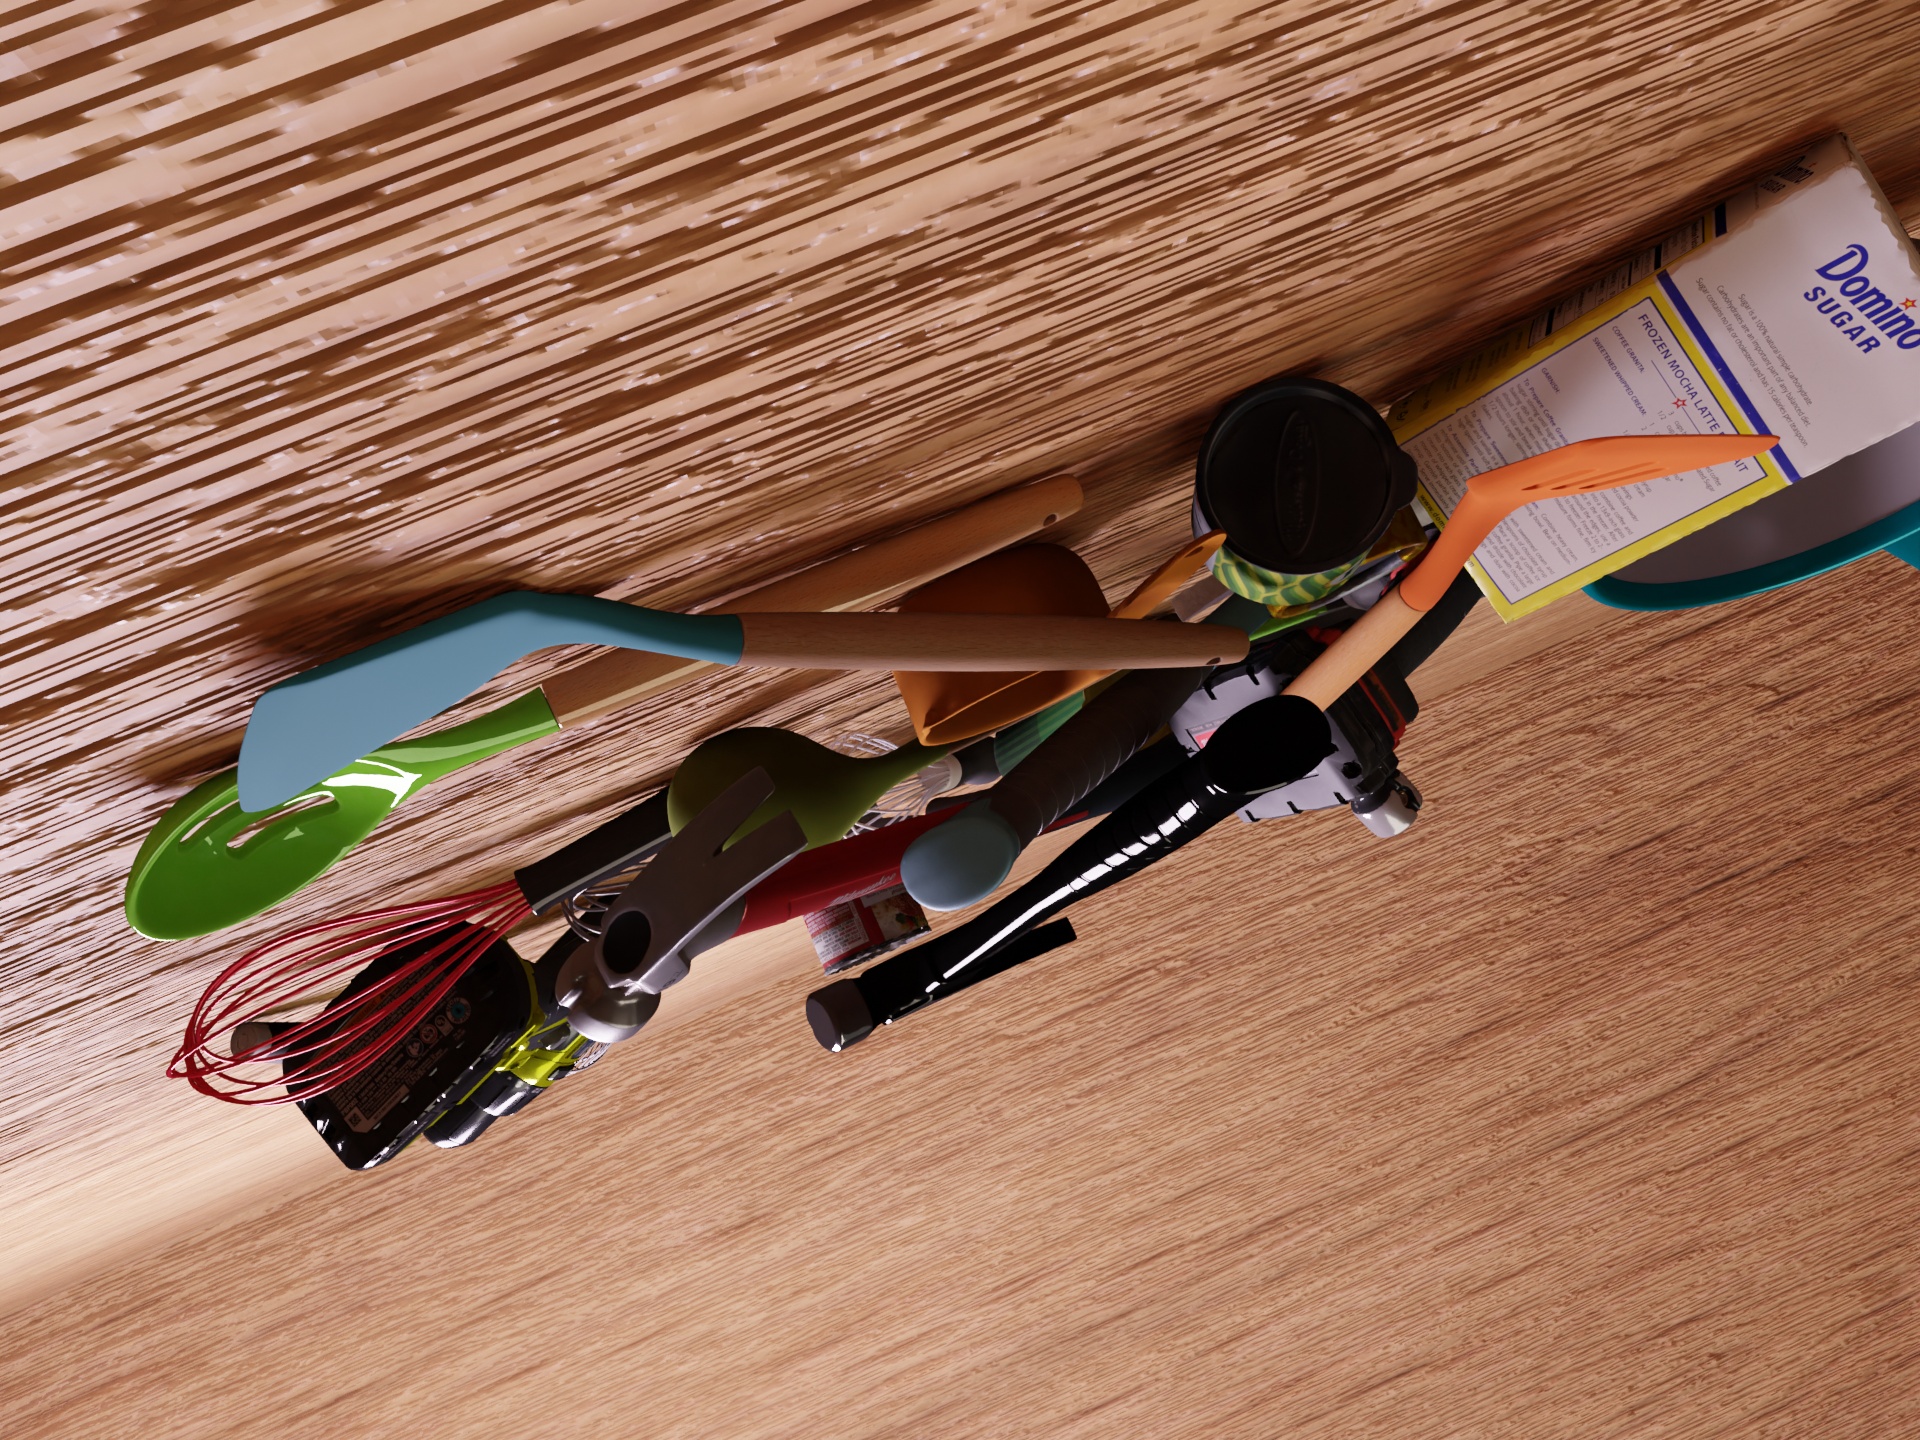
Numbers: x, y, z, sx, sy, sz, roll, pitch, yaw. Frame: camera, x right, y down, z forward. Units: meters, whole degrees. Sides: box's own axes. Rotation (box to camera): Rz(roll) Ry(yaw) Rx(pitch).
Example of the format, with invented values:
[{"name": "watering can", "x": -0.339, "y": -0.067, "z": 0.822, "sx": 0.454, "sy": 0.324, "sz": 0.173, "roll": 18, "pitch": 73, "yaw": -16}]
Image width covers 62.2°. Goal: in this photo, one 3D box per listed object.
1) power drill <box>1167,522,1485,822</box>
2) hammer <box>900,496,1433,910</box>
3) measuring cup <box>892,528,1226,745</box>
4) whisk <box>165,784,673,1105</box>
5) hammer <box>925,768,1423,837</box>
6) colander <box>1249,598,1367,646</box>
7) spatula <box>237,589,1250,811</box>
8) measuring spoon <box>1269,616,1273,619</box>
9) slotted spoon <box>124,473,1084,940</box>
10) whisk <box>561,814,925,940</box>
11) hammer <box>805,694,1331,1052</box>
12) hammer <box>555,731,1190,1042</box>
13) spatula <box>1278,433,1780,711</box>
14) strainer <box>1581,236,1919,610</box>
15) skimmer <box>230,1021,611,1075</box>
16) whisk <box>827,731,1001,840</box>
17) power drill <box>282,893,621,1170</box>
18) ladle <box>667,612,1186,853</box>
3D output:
[{"name": "power drill", "x": 0.206, "y": -0.048, "z": 0.804, "sx": 0.227, "sy": 0.080, "sz": 0.188, "roll": -39, "pitch": -174, "yaw": -23}, {"name": "hammer", "x": 0.088, "y": -0.019, "z": 0.658, "sx": 0.128, "sy": 0.033, "sz": 0.331, "roll": -29, "pitch": -174, "yaw": 46}, {"name": "measuring cup", "x": 0.034, "y": -0.046, "z": 0.573, "sx": 0.095, "sy": 0.052, "sz": 0.173, "roll": -18, "pitch": 167, "yaw": -33}, {"name": "whisk", "x": -0.213, "y": 0.088, "z": 0.717, "sx": 0.296, "sy": 0.073, "sz": 0.073, "roll": -28, "pitch": 172, "yaw": -11}, {"name": "hammer", "x": 0.097, "y": 0.039, "z": 1.037, "sx": 0.409, "sy": 0.149, "sz": 0.036, "roll": -17, "pitch": -144, "yaw": 55}, {"name": "colander", "x": 0.239, "y": -0.013, "z": 1.106, "sx": 0.204, "sy": 0.094, "sz": 0.397, "roll": -21, "pitch": 174, "yaw": 19}, {"name": "spatula", "x": -0.041, "y": -0.013, "z": 0.471, "sx": 0.317, "sy": 0.044, "sz": 0.082, "roll": -2, "pitch": 157, "yaw": -28}, {"name": "measuring spoon", "x": 0.239, "y": -0.079, "z": 1.003, "sx": 0.124, "sy": 0.018, "sz": 0.034, "roll": -28, "pitch": 170, "yaw": 24}, {"name": "slotted spoon", "x": -0.102, "y": -0.014, "z": 0.492, "sx": 0.314, "sy": 0.031, "sz": 0.070, "roll": -24, "pitch": 156, "yaw": -12}, {"name": "whisk", "x": -0.102, "y": 0.079, "z": 0.857, "sx": 0.239, "sy": 0.055, "sz": 0.055, "roll": -8, "pitch": 164, "yaw": -34}, {"name": "hammer", "x": 0.051, "y": 0.068, "z": 0.690, "sx": 0.146, "sy": 0.035, "sz": 0.334, "roll": -20, "pitch": 167, "yaw": -32}, {"name": "hammer", "x": 0.013, "y": 0.040, "z": 0.694, "sx": 0.386, "sy": 0.038, "sz": 0.143, "roll": -13, "pitch": 155, "yaw": -50}, {"name": "spatula", "x": 0.166, "y": -0.028, "z": 0.617, "sx": 0.081, "sy": 0.041, "sz": 0.322, "roll": -5, "pitch": 154, "yaw": -24}, {"name": "strainer", "x": 0.396, "y": -0.130, "z": 0.719, "sx": 0.340, "sy": 0.095, "sz": 0.211, "roll": 8, "pitch": 149, "yaw": -45}, {"name": "skimmer", "x": -0.335, "y": 0.187, "z": 1.041, "sx": 0.127, "sy": 0.090, "sz": 0.363, "roll": -46, "pitch": 155, "yaw": 10}, {"name": "whisk", "x": -0.024, "y": 0.033, "z": 0.889, "sx": 0.070, "sy": 0.070, "sz": 0.284, "roll": -27, "pitch": 175, "yaw": 19}, {"name": "power drill", "x": -0.275, "y": 0.183, "z": 0.905, "sx": 0.190, "sy": 0.080, "sz": 0.228, "roll": -45, "pitch": 169, "yaw": 3}, {"name": "ladle", "x": -0.001, "y": -0.002, "z": 0.771, "sx": 0.062, "sy": 0.078, "sz": 0.320, "roll": 24, "pitch": -143, "yaw": 38}]
